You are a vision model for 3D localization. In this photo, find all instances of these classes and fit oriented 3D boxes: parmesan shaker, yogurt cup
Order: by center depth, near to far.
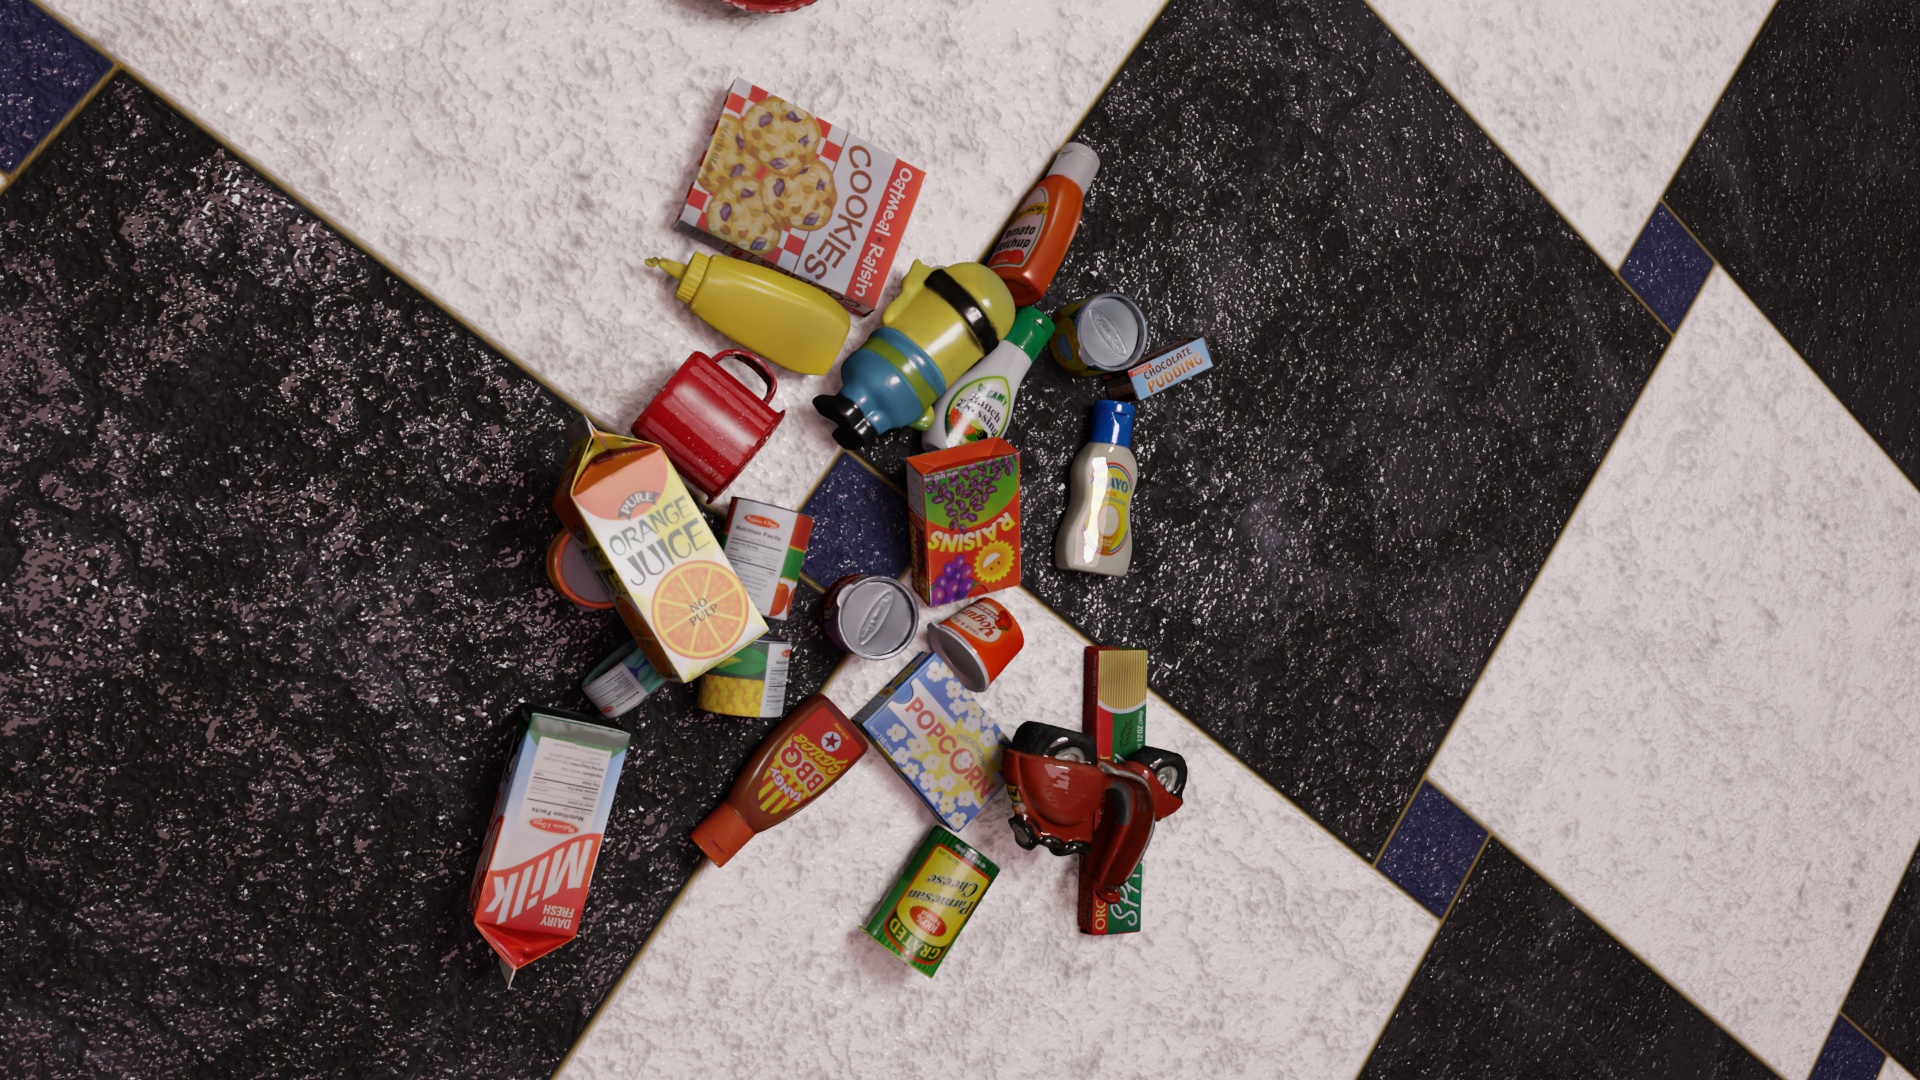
[{"bbox_3d":[-0.024,0.289,1.122,0.071,0.071,0.103,39,76,-18],"label":"parmesan shaker"},{"bbox_3d":[0.015,0.083,1.139,0.054,0.072,0.072,-38,104,-26],"label":"yogurt cup"}]

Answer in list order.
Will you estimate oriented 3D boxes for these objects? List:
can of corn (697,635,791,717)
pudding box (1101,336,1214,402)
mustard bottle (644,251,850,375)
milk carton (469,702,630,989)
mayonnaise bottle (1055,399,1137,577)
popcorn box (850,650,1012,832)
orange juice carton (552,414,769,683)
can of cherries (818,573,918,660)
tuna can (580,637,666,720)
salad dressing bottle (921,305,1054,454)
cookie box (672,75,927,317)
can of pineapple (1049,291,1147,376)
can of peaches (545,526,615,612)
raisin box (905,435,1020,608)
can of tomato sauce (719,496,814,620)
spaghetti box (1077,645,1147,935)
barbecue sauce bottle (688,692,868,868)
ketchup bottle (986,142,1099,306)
[{"bbox_3d":[-0.168,0.102,1.063,0.071,0.071,0.058,8,88,-22],"label":"can of corn"},{"bbox_3d":[0.172,-0.149,1.209,0.084,0.049,0.030,-25,102,-19],"label":"pudding box"},{"bbox_3d":[-0.165,-0.184,1.065,0.160,0.049,0.065,25,114,-18],"label":"mustard bottle"},{"bbox_3d":[-0.303,0.220,1.004,0.073,0.072,0.190,16,83,-22],"label":"milk carton"},{"bbox_3d":[0.122,-0.045,1.193,0.065,0.041,0.148,9,87,-20],"label":"mayonnaise bottle"},{"bbox_3d":[-0.017,0.164,1.139,0.085,0.038,0.126,-43,106,-15],"label":"popcorn box"},{"bbox_3d":[-0.221,0.001,0.972,0.073,0.071,0.192,-34,101,-24],"label":"orange juice carton"},{"bbox_3d":[-0.075,0.058,1.104,0.071,0.058,0.071,-1,92,-22],"label":"can of cherries"},{"bbox_3d":[-0.245,0.098,1.032,0.071,0.071,0.033,-40,104,-17],"label":"tuna can"},{"bbox_3d":[0.025,-0.128,1.152,0.064,0.044,0.148,38,77,-20],"label":"salad dressing bottle"},{"bbox_3d":[-0.124,-0.267,1.092,0.167,0.040,0.123,22,82,-20],"label":"cookie box"},{"bbox_3d":[0.115,-0.174,1.181,0.071,0.058,0.071,0,90,-22],"label":"can of pineapple"},{"bbox_3d":[-0.269,0.019,1.024,0.071,0.058,0.071,0,90,-23],"label":"can of peaches"},{"bbox_3d":[0.004,-0.014,1.121,0.086,0.040,0.122,-15,122,-22],"label":"raisin box"},{"bbox_3d":[-0.154,0.014,1.069,0.071,0.071,0.083,16,85,-22],"label":"can of tomato sauce"},{"bbox_3d":[0.132,0.217,1.206,0.050,0.028,0.250,2,89,-21],"label":"spaghetti box"},{"bbox_3d":[-0.144,0.190,1.084,0.149,0.043,0.064,-43,106,-16],"label":"barbecue sauce bottle"},{"bbox_3d":[0.072,-0.266,1.163,0.043,0.064,0.149,41,66,-34],"label":"ketchup bottle"}]
